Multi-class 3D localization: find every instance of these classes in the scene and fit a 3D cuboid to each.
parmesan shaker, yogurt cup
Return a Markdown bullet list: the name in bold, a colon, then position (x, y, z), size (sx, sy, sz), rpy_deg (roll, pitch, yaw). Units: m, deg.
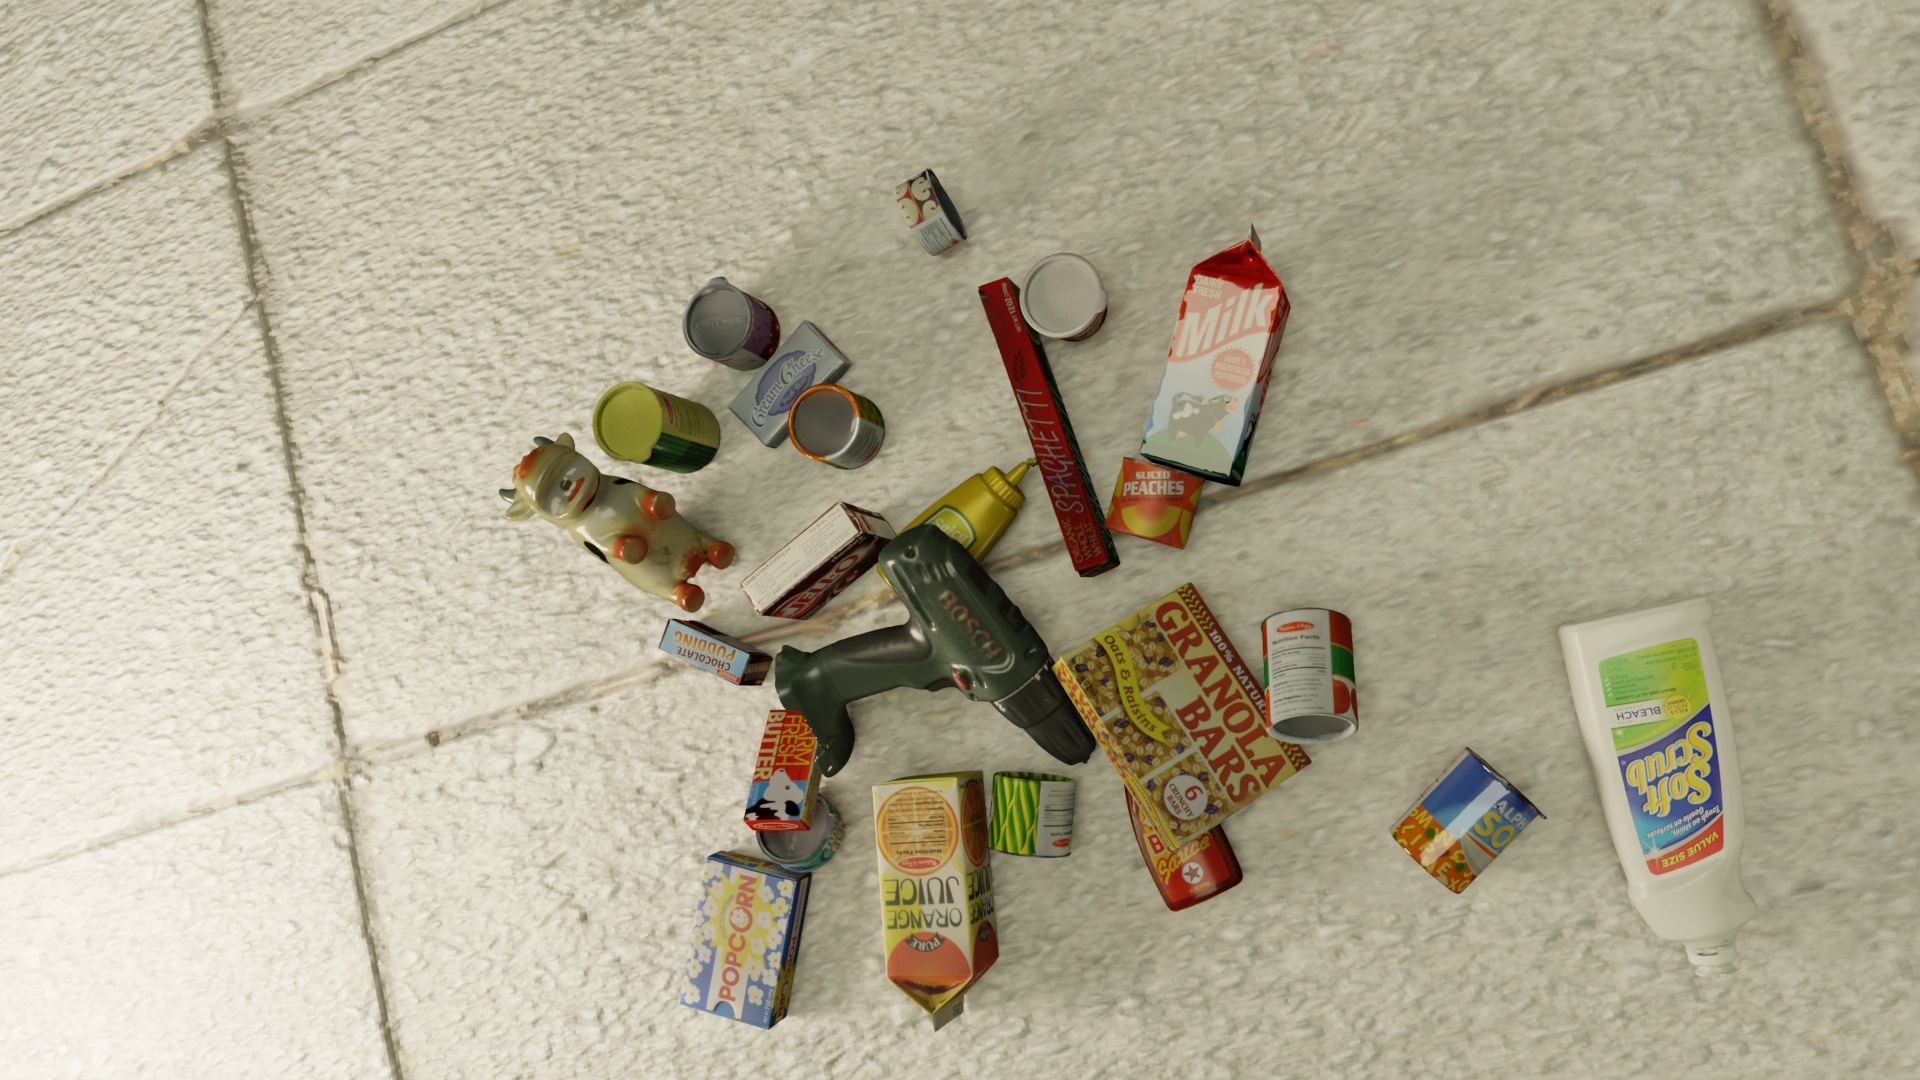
- **parmesan shaker**: position (-0.258, -0.092, 1.189), size (0.071, 0.103, 0.071), rpy_deg (-2, 85, 17)
- **yogurt cup**: position (0.087, -0.192, 1.118), size (0.072, 0.054, 0.072), rpy_deg (-1, 85, 17)

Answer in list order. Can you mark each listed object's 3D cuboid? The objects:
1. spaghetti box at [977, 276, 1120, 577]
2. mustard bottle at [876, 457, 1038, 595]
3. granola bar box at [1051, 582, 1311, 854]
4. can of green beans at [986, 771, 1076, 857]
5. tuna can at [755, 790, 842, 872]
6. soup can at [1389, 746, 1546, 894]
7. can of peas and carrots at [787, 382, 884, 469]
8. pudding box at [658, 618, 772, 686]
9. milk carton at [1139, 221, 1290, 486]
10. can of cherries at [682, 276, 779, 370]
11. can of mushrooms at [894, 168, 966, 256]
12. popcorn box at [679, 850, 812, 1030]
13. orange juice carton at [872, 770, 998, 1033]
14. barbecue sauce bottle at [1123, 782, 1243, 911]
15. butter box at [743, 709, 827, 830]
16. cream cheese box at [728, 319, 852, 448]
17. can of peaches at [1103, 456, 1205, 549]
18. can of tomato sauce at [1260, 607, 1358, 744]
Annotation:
- **spaghetti box**: position (0.071, -0.091, 1.117), size (0.028, 0.050, 0.250), rpy_deg (-21, 80, 16)
- **mustard bottle**: position (0.004, -0.014, 1.130), size (0.160, 0.049, 0.065), rpy_deg (-45, 80, 9)
- **granola bar box**: position (0.166, 0.131, 1.047), size (0.124, 0.039, 0.166), rpy_deg (-28, 76, -16)
- **can of green beans**: position (0.056, 0.213, 1.086), size (0.071, 0.071, 0.058), rpy_deg (3, 86, 17)
- **tuna can**: position (-0.130, 0.239, 1.147), size (0.071, 0.032, 0.071), rpy_deg (-8, 60, 15)
- **soup can**: position (0.361, 0.202, 0.993), size (0.071, 0.071, 0.083), rpy_deg (43, 99, 16)
- **can of peas and carrots**: position (-0.106, -0.097, 1.167), size (0.071, 0.059, 0.071), rpy_deg (-1, 85, 17)
- **pudding box**: position (-0.209, 0.095, 1.186), size (0.084, 0.049, 0.030), rpy_deg (22, 91, 17)
- **milk carton**: position (0.203, -0.144, 1.069), size (0.073, 0.072, 0.190), rpy_deg (16, 90, 18)
- **can of cherries**: position (-0.197, -0.187, 1.203), size (0.071, 0.058, 0.071), rpy_deg (-1, 85, 18)
- **can of mushrooms**: position (-0.025, -0.274, 1.154), size (0.033, 0.071, 0.071), rpy_deg (-28, 78, 14)
- **popcorn box**: position (-0.179, 0.332, 1.163), size (0.085, 0.038, 0.126), rpy_deg (10, 88, 16)
- **orange juice carton**: position (-0.017, 0.283, 1.100), size (0.073, 0.072, 0.193), rpy_deg (-7, 83, 17)
- **barbecue sauce bottle**: position (0.157, 0.204, 1.068), size (0.065, 0.043, 0.149), rpy_deg (-28, 78, 12)
- **butter box**: position (-0.141, 0.189, 1.145), size (0.053, 0.024, 0.104), rpy_deg (-4, 52, 17)
- **cream cheese box**: position (-0.147, -0.134, 1.200), size (0.103, 0.024, 0.053), rpy_deg (-47, 74, 8)
- **can of peaches**: position (0.150, -0.029, 1.076), size (0.071, 0.071, 0.058), rpy_deg (17, 92, 18)
- **can of tomato sauce**: position (0.257, 0.101, 1.022), size (0.071, 0.071, 0.083), rpy_deg (-5, 60, 17)
